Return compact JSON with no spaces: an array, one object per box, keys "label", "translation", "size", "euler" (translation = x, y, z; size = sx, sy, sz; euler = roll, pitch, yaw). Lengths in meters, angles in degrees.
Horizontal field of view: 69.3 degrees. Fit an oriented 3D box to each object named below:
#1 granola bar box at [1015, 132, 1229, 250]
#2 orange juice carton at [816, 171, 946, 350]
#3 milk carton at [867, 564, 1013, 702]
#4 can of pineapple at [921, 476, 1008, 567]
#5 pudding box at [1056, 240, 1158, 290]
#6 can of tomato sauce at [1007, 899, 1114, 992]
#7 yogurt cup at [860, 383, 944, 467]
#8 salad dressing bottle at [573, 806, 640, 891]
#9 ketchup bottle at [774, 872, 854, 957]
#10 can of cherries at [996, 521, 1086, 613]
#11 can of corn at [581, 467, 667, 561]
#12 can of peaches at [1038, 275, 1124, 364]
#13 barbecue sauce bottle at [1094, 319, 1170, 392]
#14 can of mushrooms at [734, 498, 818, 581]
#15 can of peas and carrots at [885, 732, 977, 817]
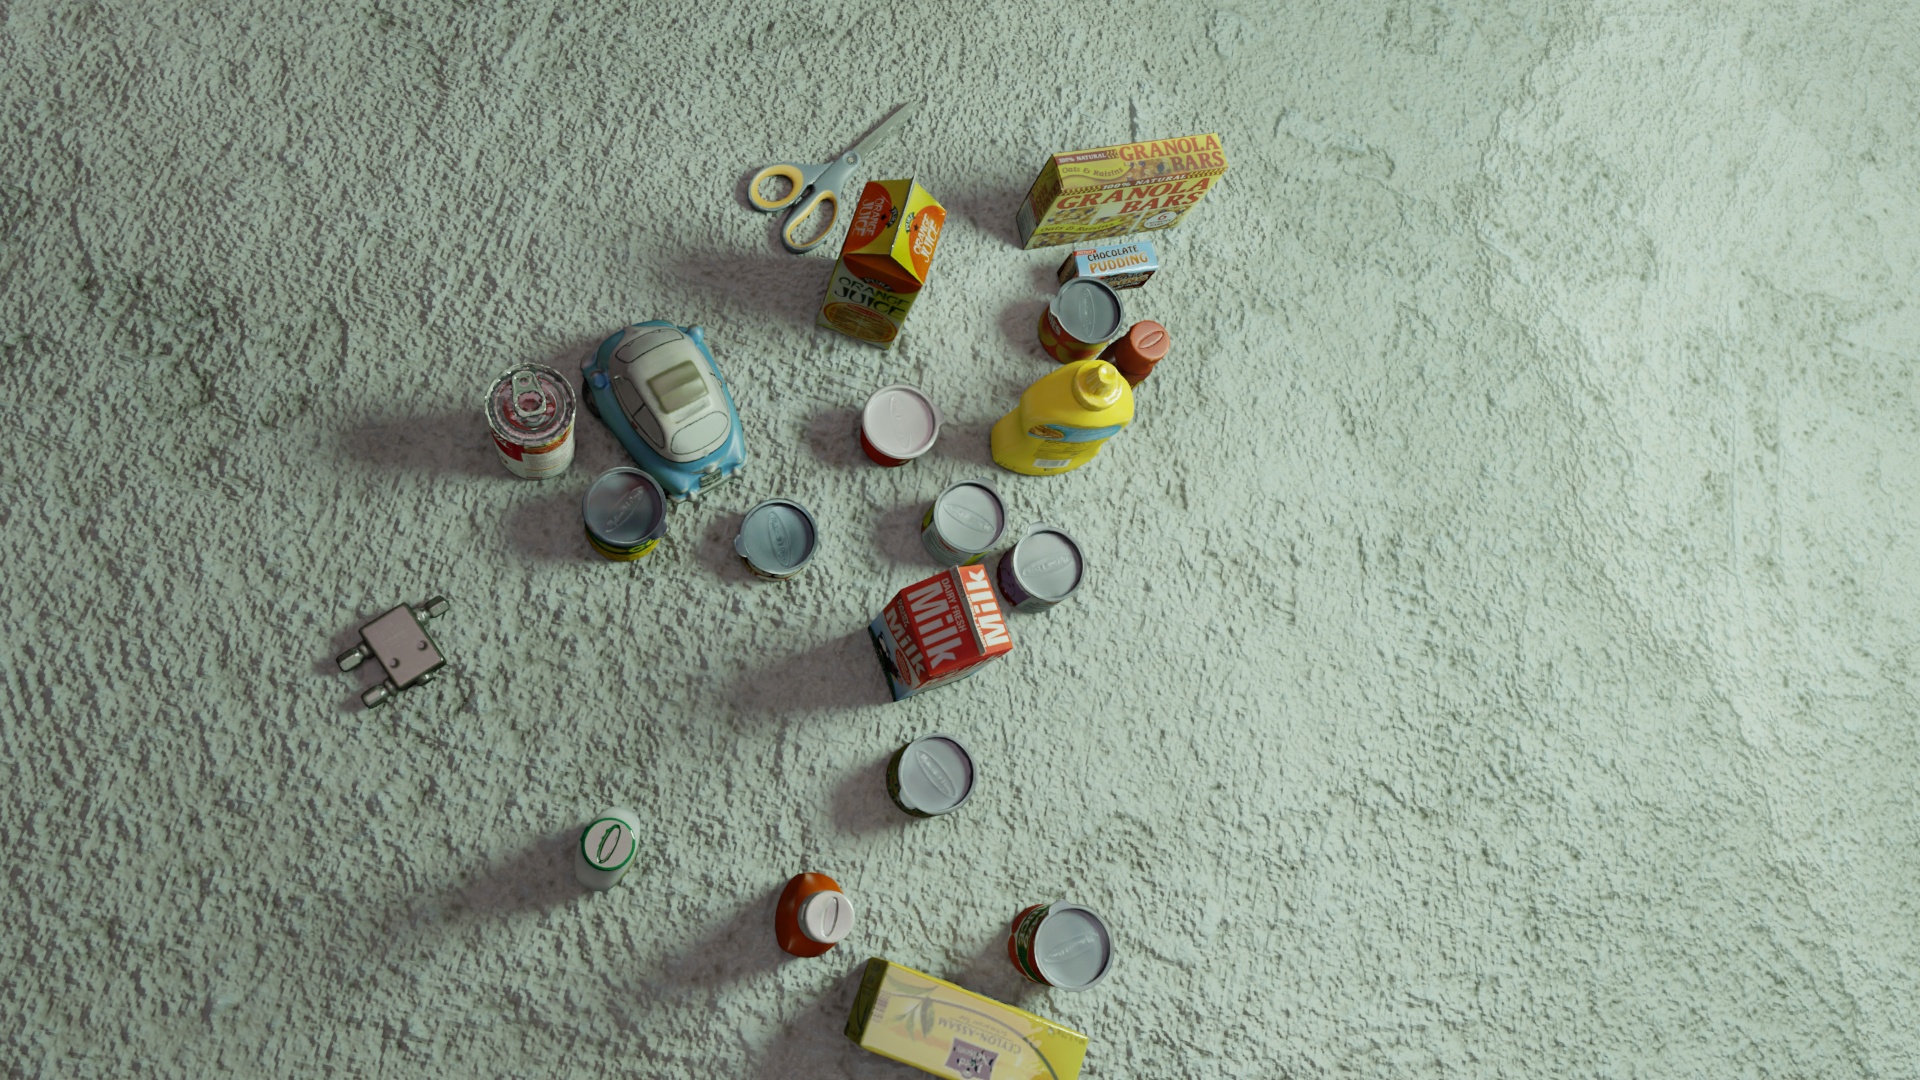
[{"label":"granola bar box","translation":[0.147,-0.324,1.290],"size":[0.166,0.124,0.039],"euler":[-12,79,-17]},{"label":"orange juice carton","translation":[-0.066,-0.237,1.177],"size":[0.073,0.192,0.072],"euler":[19,72,-9]},{"label":"milk carton","translation":[-0.015,0.073,1.110],"size":[0.073,0.190,0.072],"euler":[-17,81,-17]},{"label":"can of pineapple","translation":[0.004,-0.015,1.208],"size":[0.071,0.057,0.071],"euler":[3,75,-13]},{"label":"pudding box","translation":[0.139,-0.256,1.310],"size":[0.084,0.049,0.030],"euler":[-10,79,-16]},{"label":"can of tomato sauce","translation":[0.079,0.326,1.124],"size":[0.071,0.083,0.071],"euler":[3,75,-13]},{"label":"yogurt cup","translation":[-0.057,-0.097,1.216],"size":[0.072,0.053,0.072],"euler":[3,75,-13]},{"label":"salad dressing bottle","translation":[-0.261,0.228,1.030],"size":[0.044,0.147,0.064],"euler":[26,72,-7]},{"label":"ketchup bottle","translation":[-0.111,0.284,1.052],"size":[0.043,0.148,0.065],"euler":[14,73,-10]},{"label":"can of cherries","translation":[0.070,0.024,1.214],"size":[0.071,0.058,0.071],"euler":[3,75,-13]},{"label":"can of corn","translation":[-0.274,-0.019,1.139],"size":[0.071,0.058,0.071],"euler":[3,75,-13]},{"label":"can of peaches","translation":[0.108,-0.203,1.283],"size":[0.071,0.058,0.071],"euler":[3,75,-13]},{"label":"barbecue sauce bottle","translation":[0.141,-0.151,1.230],"size":[0.065,0.148,0.043],"euler":[-30,85,-19]},{"label":"can of mushrooms","translation":[-0.158,0.000,1.176],"size":[0.071,0.033,0.071],"euler":[3,75,-13]},{"label":"can of peas and carrots","translation":[-0.026,0.196,1.144],"size":[0.071,0.058,0.071],"euler":[3,75,-13]}]
